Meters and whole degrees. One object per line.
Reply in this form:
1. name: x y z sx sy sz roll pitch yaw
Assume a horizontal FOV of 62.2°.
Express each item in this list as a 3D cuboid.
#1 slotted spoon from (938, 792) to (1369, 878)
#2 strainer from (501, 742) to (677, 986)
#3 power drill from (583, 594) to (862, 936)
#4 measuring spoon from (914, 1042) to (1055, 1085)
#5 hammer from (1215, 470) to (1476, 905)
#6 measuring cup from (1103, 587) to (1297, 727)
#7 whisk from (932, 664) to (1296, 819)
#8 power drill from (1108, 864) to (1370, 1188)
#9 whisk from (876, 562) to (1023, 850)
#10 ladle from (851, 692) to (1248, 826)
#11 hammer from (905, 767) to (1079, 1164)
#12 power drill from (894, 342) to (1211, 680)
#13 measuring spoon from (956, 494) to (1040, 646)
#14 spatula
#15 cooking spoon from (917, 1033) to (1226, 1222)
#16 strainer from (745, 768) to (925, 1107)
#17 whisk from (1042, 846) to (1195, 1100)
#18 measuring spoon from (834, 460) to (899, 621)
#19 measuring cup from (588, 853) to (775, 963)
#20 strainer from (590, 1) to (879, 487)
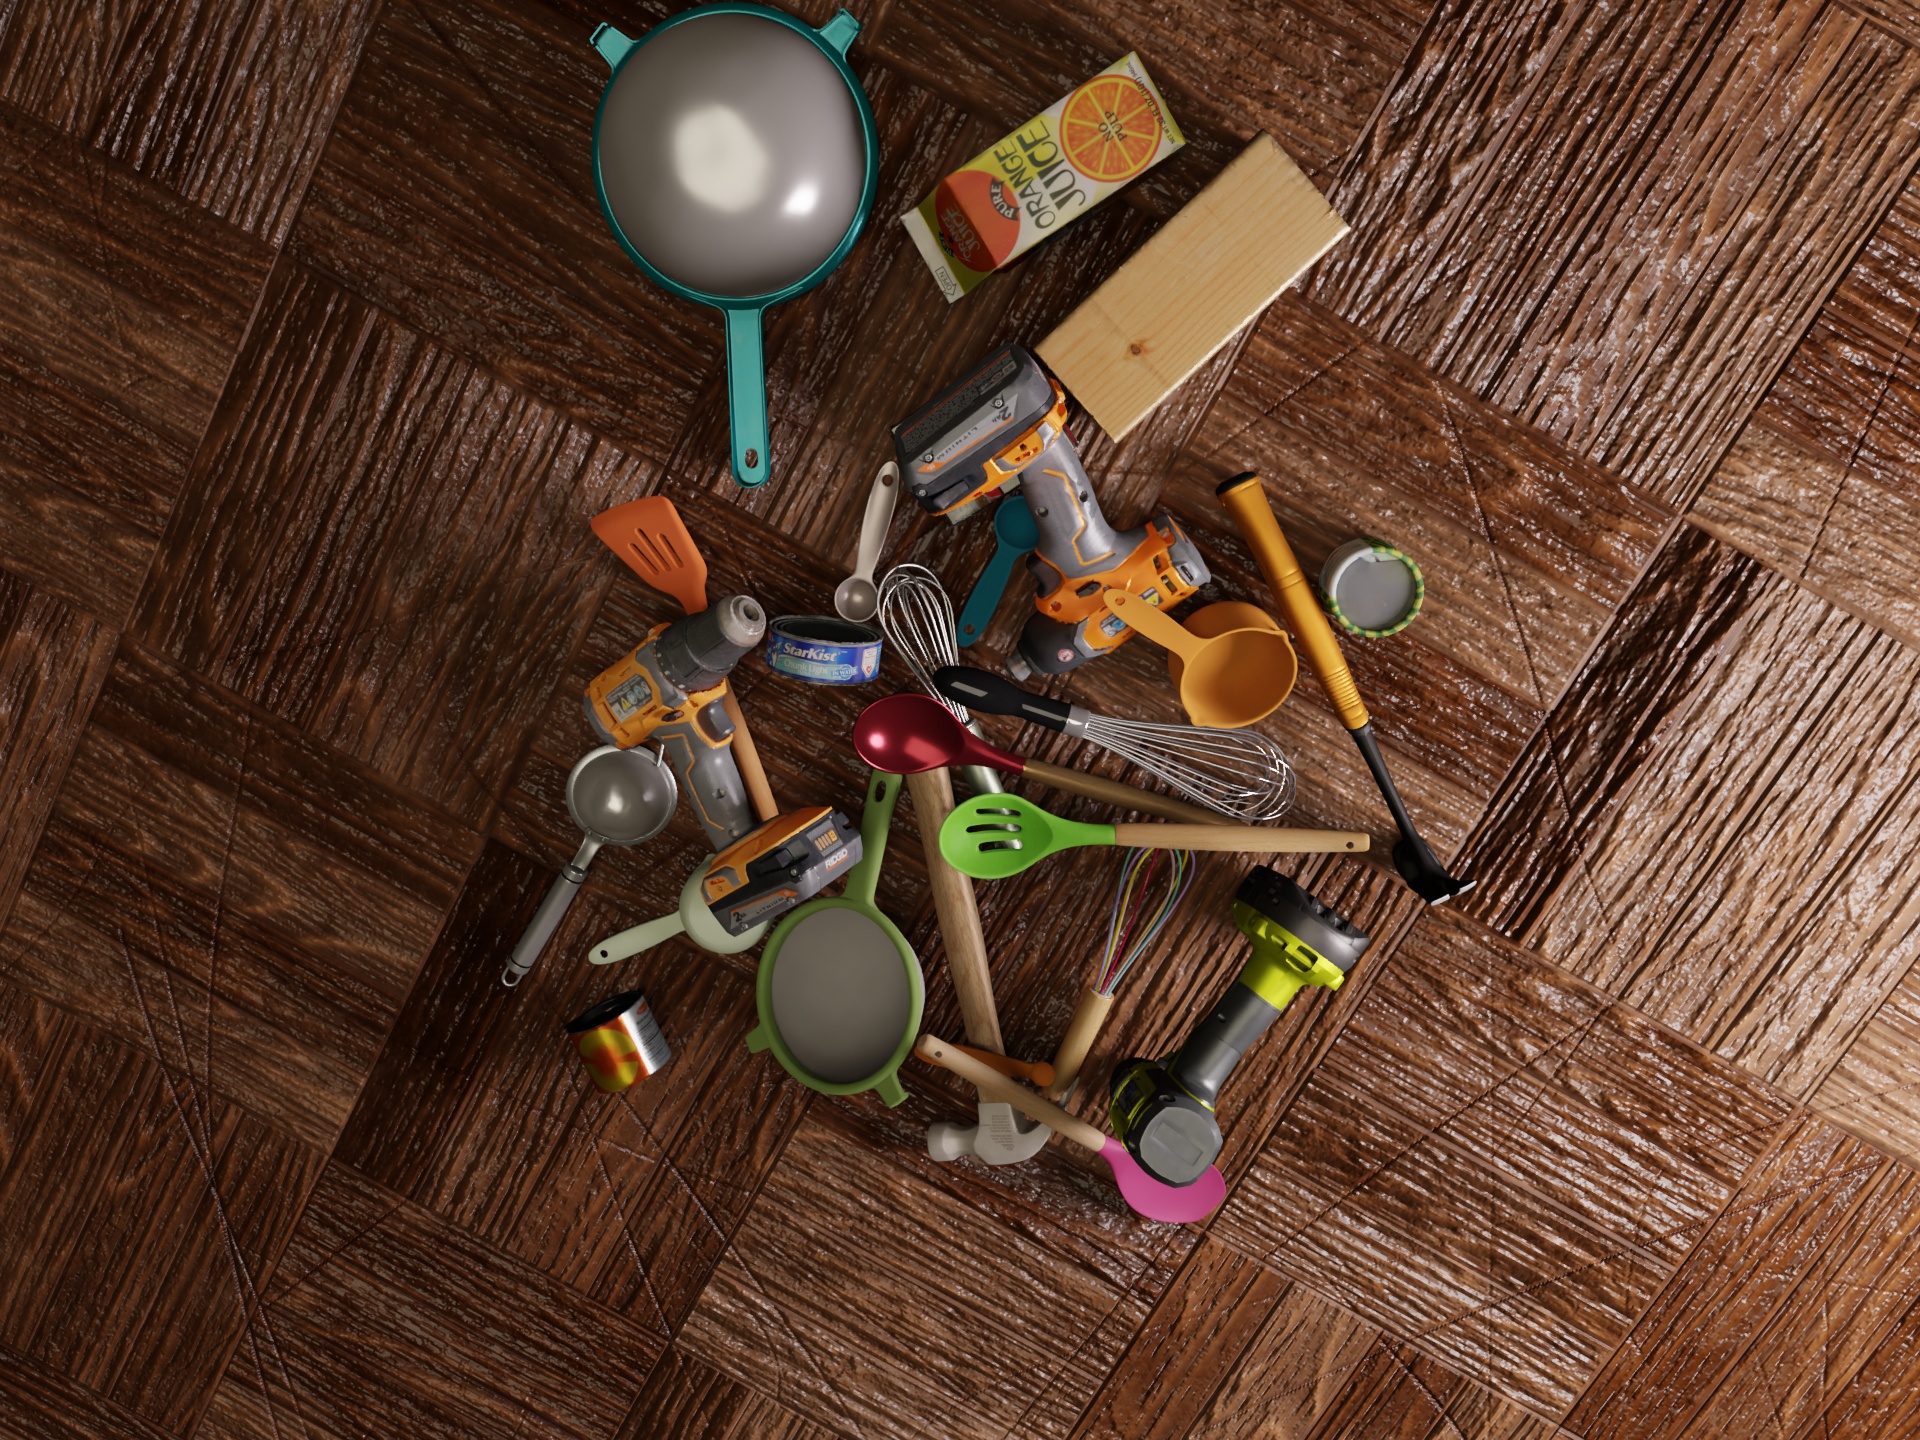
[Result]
1. slotted spoon: 0.141 0.087 1.175 0.314 0.031 0.070 1 111 9
2. strainer: -0.302 0.116 1.265 0.086 0.050 0.258 29 108 -16
3. power drill: -0.164 0.028 1.168 0.185 0.084 0.226 -31 91 39
4. measuring spoon: 0.017 0.267 1.233 0.117 0.011 0.021 6 104 21
5. hammer: 0.271 -0.025 1.143 0.034 0.127 0.337 -27 93 6
6. measuring cup: 0.162 -0.062 1.140 0.173 0.052 0.095 29 115 -27
7. whisk: 0.115 0.011 1.171 0.284 0.070 0.070 17 104 -6
8. power drill: 0.190 0.223 1.179 0.080 0.190 0.228 36 89 -3
9. whisk: -0.002 -0.004 1.205 0.059 0.058 0.246 -30 105 -27
10. ladle: 0.071 0.041 1.188 0.315 0.031 0.069 16 116 -11
11. hammer: 0.008 0.189 1.243 0.130 0.031 0.331 -8 99 23
12. power drill: 0.052 -0.133 1.124 0.164 0.084 0.226 -36 120 13
13. measuring spoon: 0.029 -0.112 1.194 0.042 0.021 0.128 27 113 -1
14. spatula: -0.189 -0.018 1.221 0.081 0.041 0.322 -12 104 32
15. cooking spoon: 0.089 0.314 1.223 0.318 0.017 0.068 35 105 -27
16. strainer: -0.070 0.160 1.240 0.151 0.069 0.256 13 91 30
17. whisk: 0.115 0.192 1.237 0.051 0.047 0.245 28 108 17
18. measuring spoon: -0.065 -0.135 1.199 0.034 0.018 0.124 16 97 6
19. measuring cup: -0.226 0.165 1.266 0.167 0.038 0.083 -23 99 8
20. strainer: -0.165 -0.334 1.121 0.211 0.095 0.340 -1 101 6
